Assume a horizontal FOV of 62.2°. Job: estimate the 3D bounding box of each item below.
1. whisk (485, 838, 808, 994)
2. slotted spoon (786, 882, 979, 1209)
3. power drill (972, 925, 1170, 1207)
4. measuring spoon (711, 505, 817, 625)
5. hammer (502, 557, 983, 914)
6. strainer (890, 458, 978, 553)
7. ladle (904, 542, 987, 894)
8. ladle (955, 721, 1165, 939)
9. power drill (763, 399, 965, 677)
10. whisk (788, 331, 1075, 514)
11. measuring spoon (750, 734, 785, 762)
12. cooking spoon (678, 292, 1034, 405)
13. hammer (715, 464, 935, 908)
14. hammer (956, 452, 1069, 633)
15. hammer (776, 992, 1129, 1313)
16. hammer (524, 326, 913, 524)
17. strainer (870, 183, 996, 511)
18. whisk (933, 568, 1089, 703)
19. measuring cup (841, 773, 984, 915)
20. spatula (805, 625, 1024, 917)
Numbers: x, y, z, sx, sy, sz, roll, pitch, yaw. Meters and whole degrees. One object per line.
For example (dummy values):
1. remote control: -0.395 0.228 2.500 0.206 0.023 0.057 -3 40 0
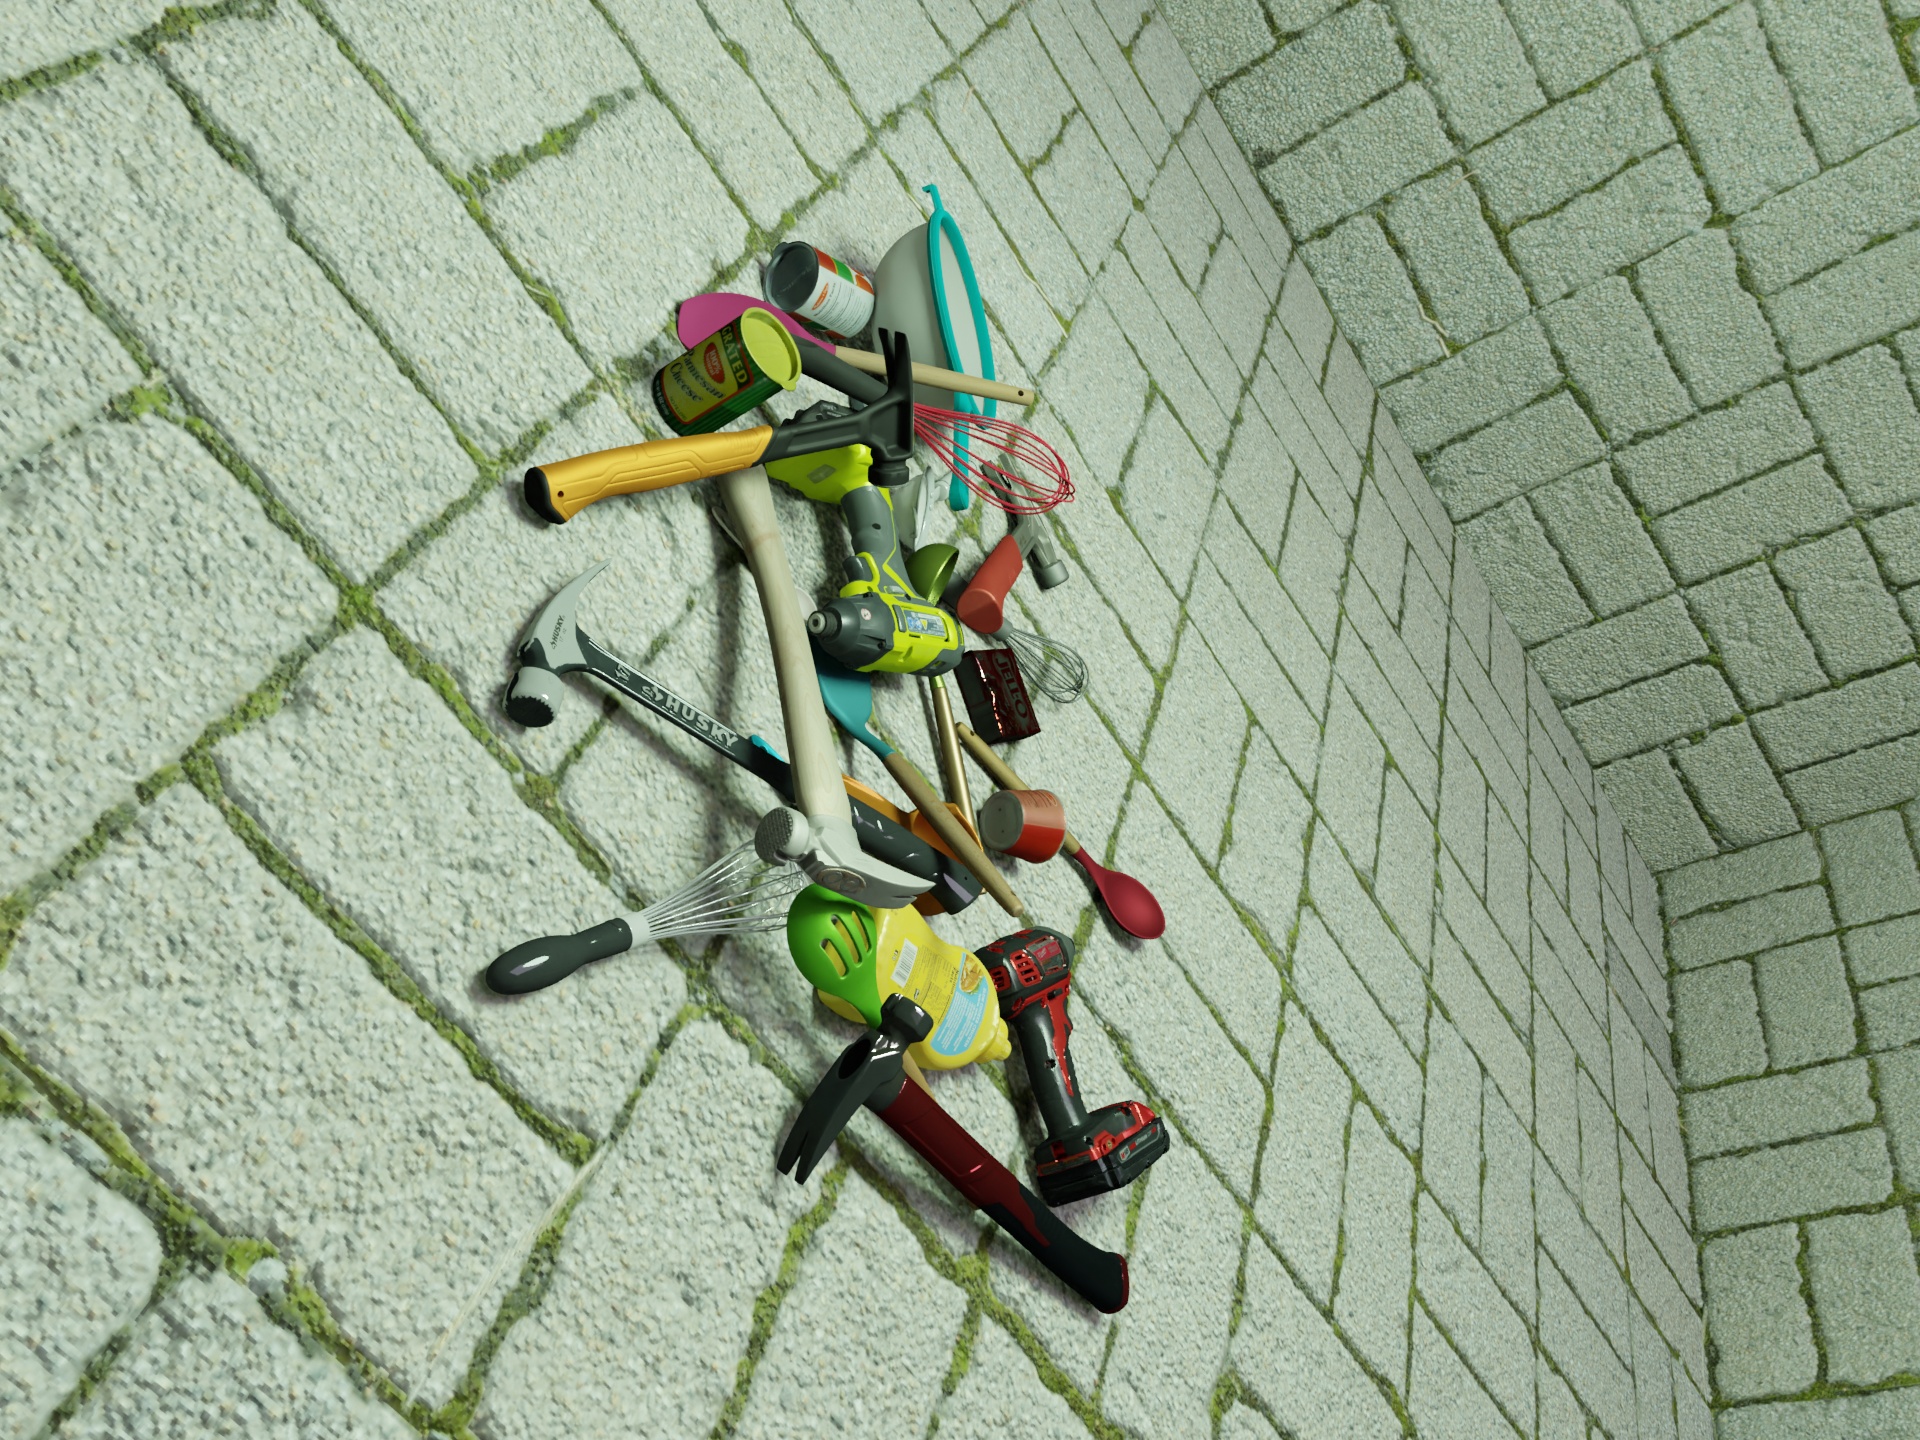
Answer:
1. whisk: -0.193 0.129 1.038 0.284 0.070 0.070 -14 82 -53
2. slotted spoon: -0.042 0.246 1.153 0.070 0.031 0.313 -43 123 -32
3. power drill: 0.087 0.280 1.340 0.143 0.078 0.220 -12 77 -59
4. measuring spoon: -0.162 -0.123 1.289 0.124 0.018 0.034 48 27 -15
5. hammer: -0.136 0.033 1.151 0.408 0.036 0.149 35 41 -29
6. strainer: -0.024 -0.218 1.532 0.258 0.050 0.086 -51 150 -62
7. ladle: -0.002 -0.005 1.410 0.078 0.062 0.320 93 -15 -77
8. ladle: 0.094 0.107 1.508 0.315 0.031 0.069 46 34 -26
9. power drill: -0.088 -0.148 1.336 0.171 0.080 0.223 6 62 -55
10. whisk: -0.033 -0.254 1.343 0.295 0.073 0.073 27 42 -9
11. measuring spoon: -0.125 0.065 1.220 0.128 0.021 0.042 51 25 -7
12. cooking spoon: -0.085 -0.310 1.372 0.318 0.017 0.069 9 74 -18
13. hammer: -0.119 -0.045 1.184 0.146 0.038 0.411 29 34 -43
14. hammer: 0.040 -0.159 1.516 0.149 0.036 0.359 61 17 -11
15. hammer: 0.017 0.363 1.186 0.143 0.038 0.385 -53 128 -19
16. hammer: -0.169 -0.209 1.188 0.337 0.034 0.127 -21 123 -38
17. strainer: -0.035 -0.324 1.501 0.210 0.095 0.341 63 22 -53
18. whisk: 0.044 -0.089 1.543 0.238 0.055 0.055 37 42 -33
19. measuring cup: -0.056 0.094 1.270 0.173 0.052 0.095 35 43 -30
20. spatula: -0.037 0.038 1.254 0.082 0.044 0.318 19 23 -50
